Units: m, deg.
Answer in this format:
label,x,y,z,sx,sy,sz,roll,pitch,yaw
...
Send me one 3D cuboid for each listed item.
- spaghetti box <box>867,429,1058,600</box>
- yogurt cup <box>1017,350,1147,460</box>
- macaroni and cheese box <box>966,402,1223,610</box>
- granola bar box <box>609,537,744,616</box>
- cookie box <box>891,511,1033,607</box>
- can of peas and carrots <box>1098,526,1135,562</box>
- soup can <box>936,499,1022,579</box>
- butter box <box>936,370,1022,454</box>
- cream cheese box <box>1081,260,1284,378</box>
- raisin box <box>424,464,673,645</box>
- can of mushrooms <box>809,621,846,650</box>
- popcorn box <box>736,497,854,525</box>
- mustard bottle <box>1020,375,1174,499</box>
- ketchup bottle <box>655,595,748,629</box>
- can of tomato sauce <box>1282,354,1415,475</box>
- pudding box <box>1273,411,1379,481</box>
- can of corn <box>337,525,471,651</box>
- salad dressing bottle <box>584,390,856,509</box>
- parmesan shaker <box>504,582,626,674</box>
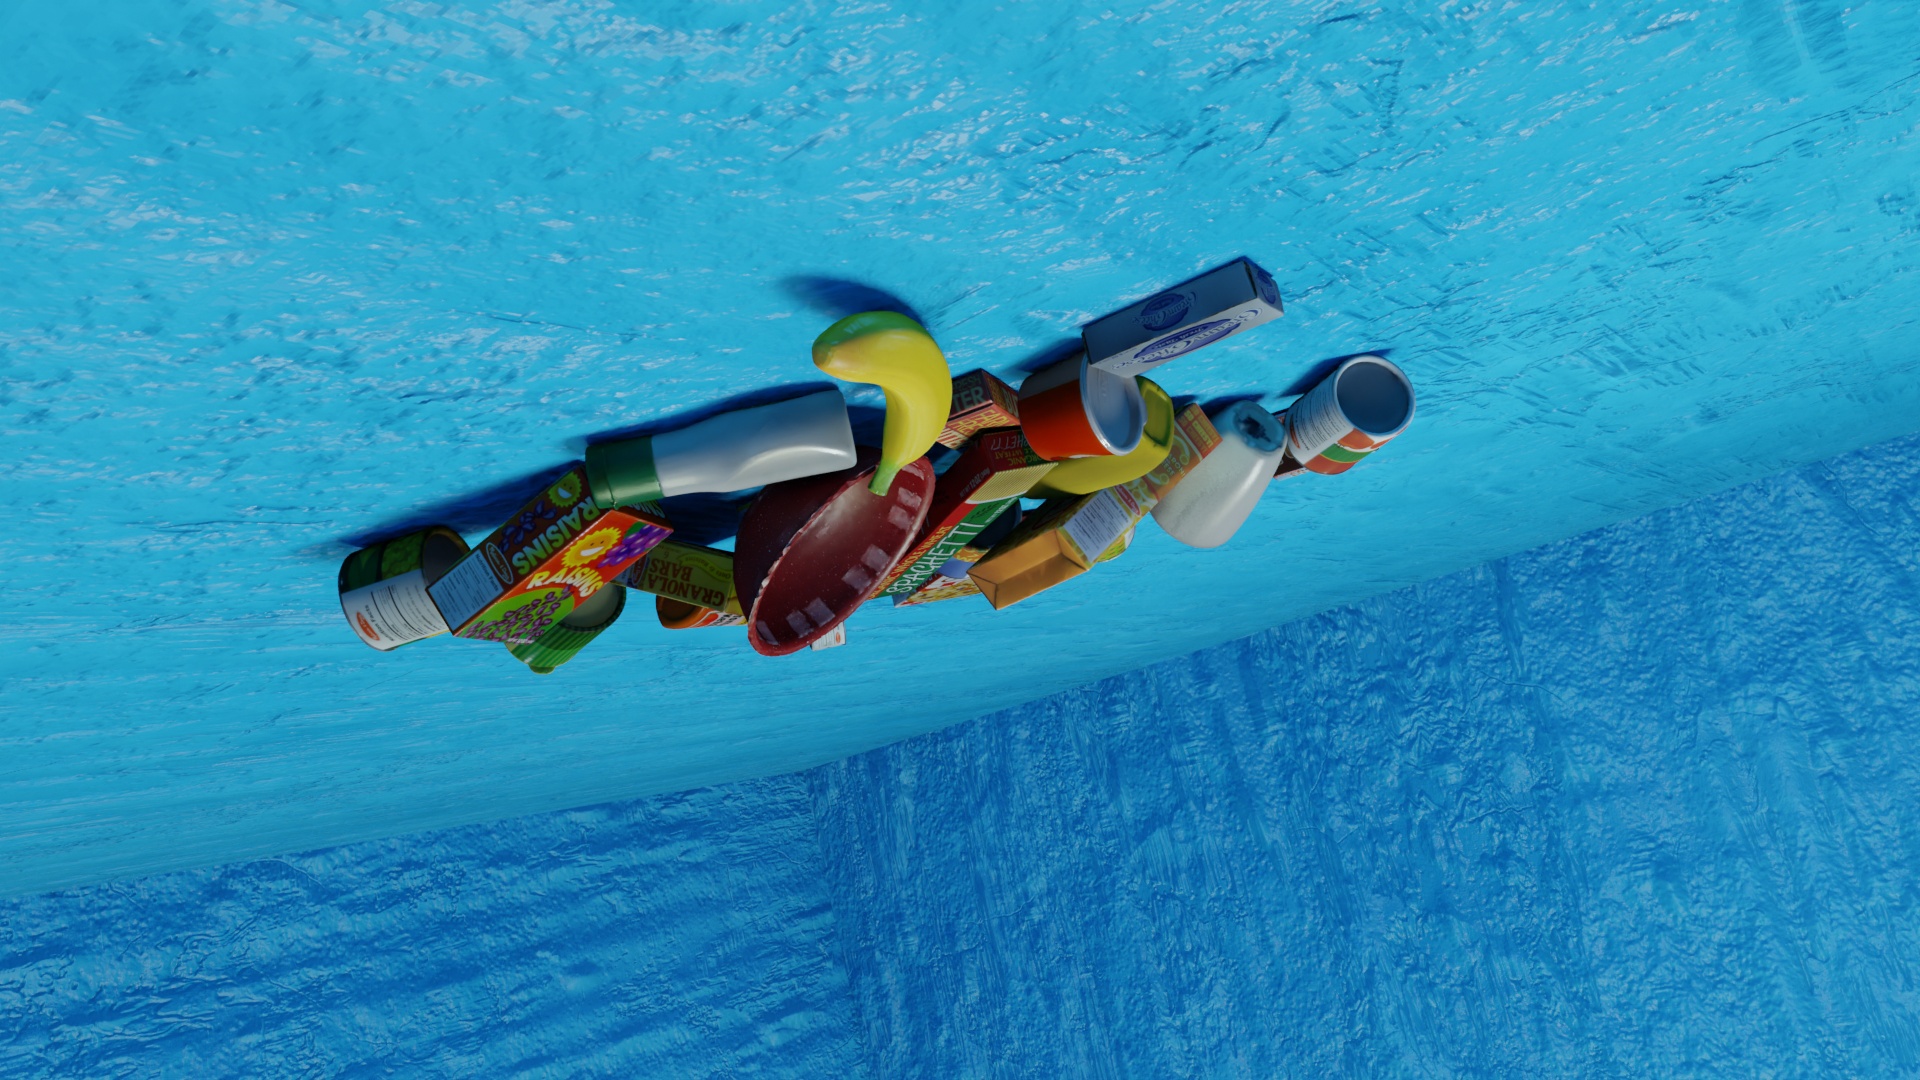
label,x,y,z,sx,sy,sz,roll,pitch,yaw
spaghetti box,-0.013,-0.012,0.964,0.050,0.029,0.249,-10,163,-30
yogurt cup,0.071,-0.080,0.838,0.054,0.072,0.072,-12,171,35
macaroni and cheese box,0.096,-0.026,0.996,0.167,0.040,0.123,-42,-173,-33
granola bar box,-0.173,0.025,0.979,0.124,0.039,0.165,13,178,21
cookie box,0.018,0.017,1.291,0.123,0.040,0.167,-9,168,-25
can of peas and carrots,0.112,-0.018,1.170,0.071,0.071,0.058,-15,167,5
soup can,0.004,-0.013,1.072,0.071,0.071,0.083,-11,167,-16
butter box,0.011,-0.077,0.872,0.053,0.024,0.103,-18,168,17
cream cheese box,0.126,-0.124,0.788,0.103,0.024,0.053,-20,168,28
raisin box,-0.248,0.010,0.846,0.123,0.040,0.086,-37,164,7
can of mushrooms,-0.129,0.067,1.294,0.033,0.071,0.071,-12,168,-11
popcorn box,-0.089,-0.017,1.006,0.085,0.038,0.127,-21,166,27
mustard bottle,0.069,-0.060,0.928,0.049,0.065,0.160,29,147,-35
ketchup bottle,-0.188,0.051,1.199,0.064,0.043,0.149,-22,166,34
can of tomato sauce,0.287,-0.092,1.023,0.071,0.071,0.083,-11,167,-14
pudding box,0.282,-0.083,1.101,0.083,0.050,0.030,-17,169,20
can of corn,-0.339,0.028,0.863,0.058,0.071,0.071,-17,168,11
salad dressing bottle,-0.135,-0.050,0.787,0.148,0.044,0.064,-12,169,-6
parmesan shaker,-0.289,0.052,1.010,0.071,0.071,0.102,-6,166,-34
